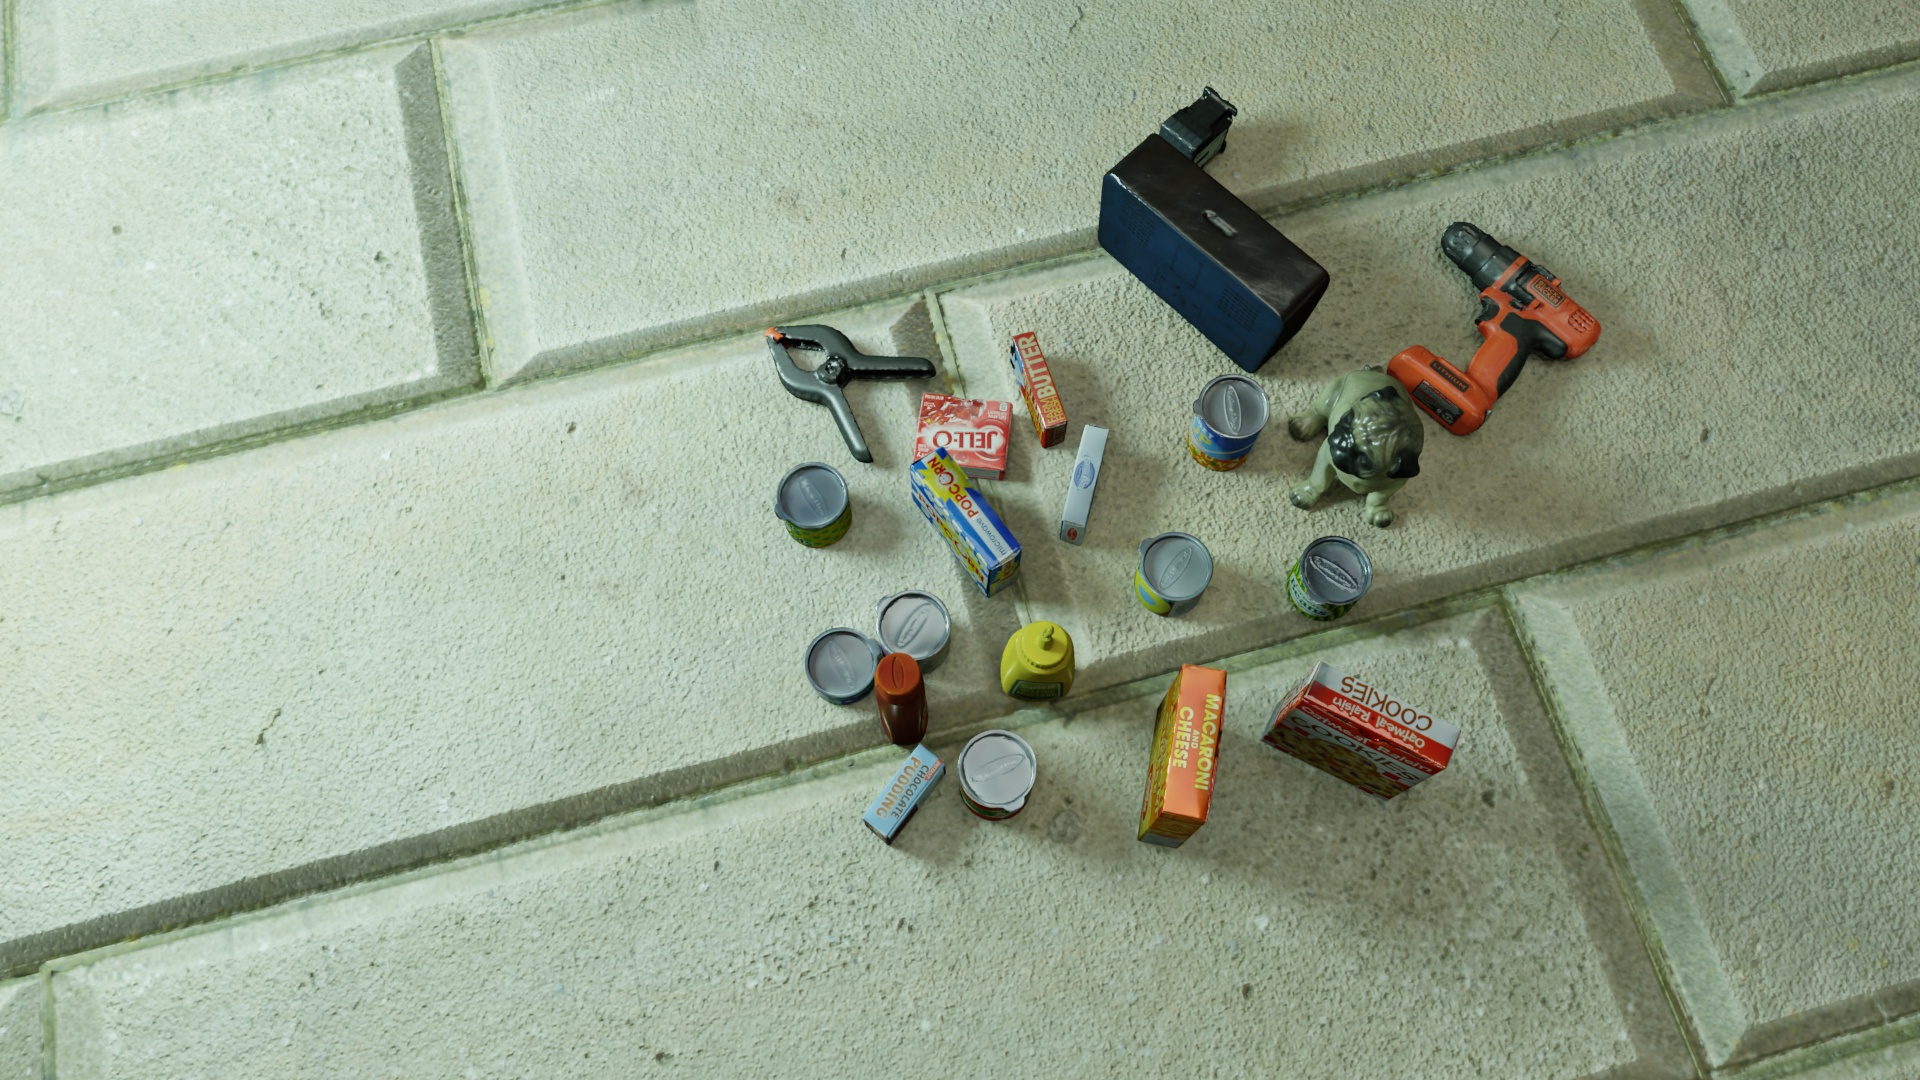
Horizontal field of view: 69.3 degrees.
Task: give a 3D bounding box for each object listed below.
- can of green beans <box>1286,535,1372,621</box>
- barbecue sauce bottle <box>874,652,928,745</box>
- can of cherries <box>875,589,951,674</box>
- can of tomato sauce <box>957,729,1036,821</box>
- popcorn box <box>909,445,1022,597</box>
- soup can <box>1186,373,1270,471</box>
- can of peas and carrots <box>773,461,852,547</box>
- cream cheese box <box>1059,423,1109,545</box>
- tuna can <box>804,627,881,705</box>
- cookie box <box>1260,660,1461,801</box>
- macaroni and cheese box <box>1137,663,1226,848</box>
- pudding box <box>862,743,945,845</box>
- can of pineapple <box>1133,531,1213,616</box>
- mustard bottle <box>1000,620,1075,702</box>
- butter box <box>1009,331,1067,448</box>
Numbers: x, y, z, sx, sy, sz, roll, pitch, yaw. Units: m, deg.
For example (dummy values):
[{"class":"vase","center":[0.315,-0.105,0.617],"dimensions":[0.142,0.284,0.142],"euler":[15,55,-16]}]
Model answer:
[{"class":"can of green beans","center":[0.338,0.036,1.276],"dimensions":[0.071,0.057,0.071],"euler":[0,70,0]},{"class":"barbecue sauce bottle","center":[-0.051,0.132,1.192],"dimensions":[0.044,0.148,0.065],"euler":[-6,71,-2]},{"class":"can of cherries","center":[-0.043,0.082,1.257],"dimensions":[0.071,0.058,0.072],"euler":[0,70,0]},{"class":"can of tomato sauce","center":[0.032,0.206,1.200],"dimensions":[0.071,0.083,0.071],"euler":[0,70,0]},{"class":"popcorn box","center":[0.005,-0.016,1.279],"dimensions":[0.038,0.085,0.127],"euler":[-34,74,-11]},{"class":"soup can","center":[0.249,-0.110,1.315],"dimensions":[0.071,0.083,0.071],"euler":[0,70,0]},{"class":"can of peas and carrots","center":[-0.138,-0.031,1.298],"dimensions":[0.071,0.058,0.071],"euler":[0,70,0]},{"class":"cream cheese box","center":[0.116,-0.052,1.310],"dimensions":[0.024,0.053,0.104],"euler":[14,71,5]},{"class":"tuna can","center":[-0.105,0.113,1.260],"dimensions":[0.071,0.032,0.071],"euler":[0,70,0]},{"class":"cookie box","center":[0.332,0.165,1.171],"dimensions":[0.123,0.167,0.040],"euler":[26,73,9]},{"class":"macaroni and cheese box","center":[0.185,0.184,1.164],"dimensions":[0.040,0.166,0.124],"euler":[10,71,4]},{"class":"pudding box","center":[-0.048,0.222,1.211],"dimensions":[0.030,0.049,0.084],"euler":[35,74,12]},{"class":"can of pineapple","center":[0.194,0.030,1.277],"dimensions":[0.071,0.057,0.071],"euler":[0,70,0]},{"class":"mustard bottle","center":[0.068,0.101,1.197],"dimensions":[0.065,0.159,0.049],"euler":[2,71,1]},{"class":"butter box","center":[0.075,-0.145,1.343],"dimensions":[0.024,0.053,0.104],"euler":[-17,71,-6]}]
